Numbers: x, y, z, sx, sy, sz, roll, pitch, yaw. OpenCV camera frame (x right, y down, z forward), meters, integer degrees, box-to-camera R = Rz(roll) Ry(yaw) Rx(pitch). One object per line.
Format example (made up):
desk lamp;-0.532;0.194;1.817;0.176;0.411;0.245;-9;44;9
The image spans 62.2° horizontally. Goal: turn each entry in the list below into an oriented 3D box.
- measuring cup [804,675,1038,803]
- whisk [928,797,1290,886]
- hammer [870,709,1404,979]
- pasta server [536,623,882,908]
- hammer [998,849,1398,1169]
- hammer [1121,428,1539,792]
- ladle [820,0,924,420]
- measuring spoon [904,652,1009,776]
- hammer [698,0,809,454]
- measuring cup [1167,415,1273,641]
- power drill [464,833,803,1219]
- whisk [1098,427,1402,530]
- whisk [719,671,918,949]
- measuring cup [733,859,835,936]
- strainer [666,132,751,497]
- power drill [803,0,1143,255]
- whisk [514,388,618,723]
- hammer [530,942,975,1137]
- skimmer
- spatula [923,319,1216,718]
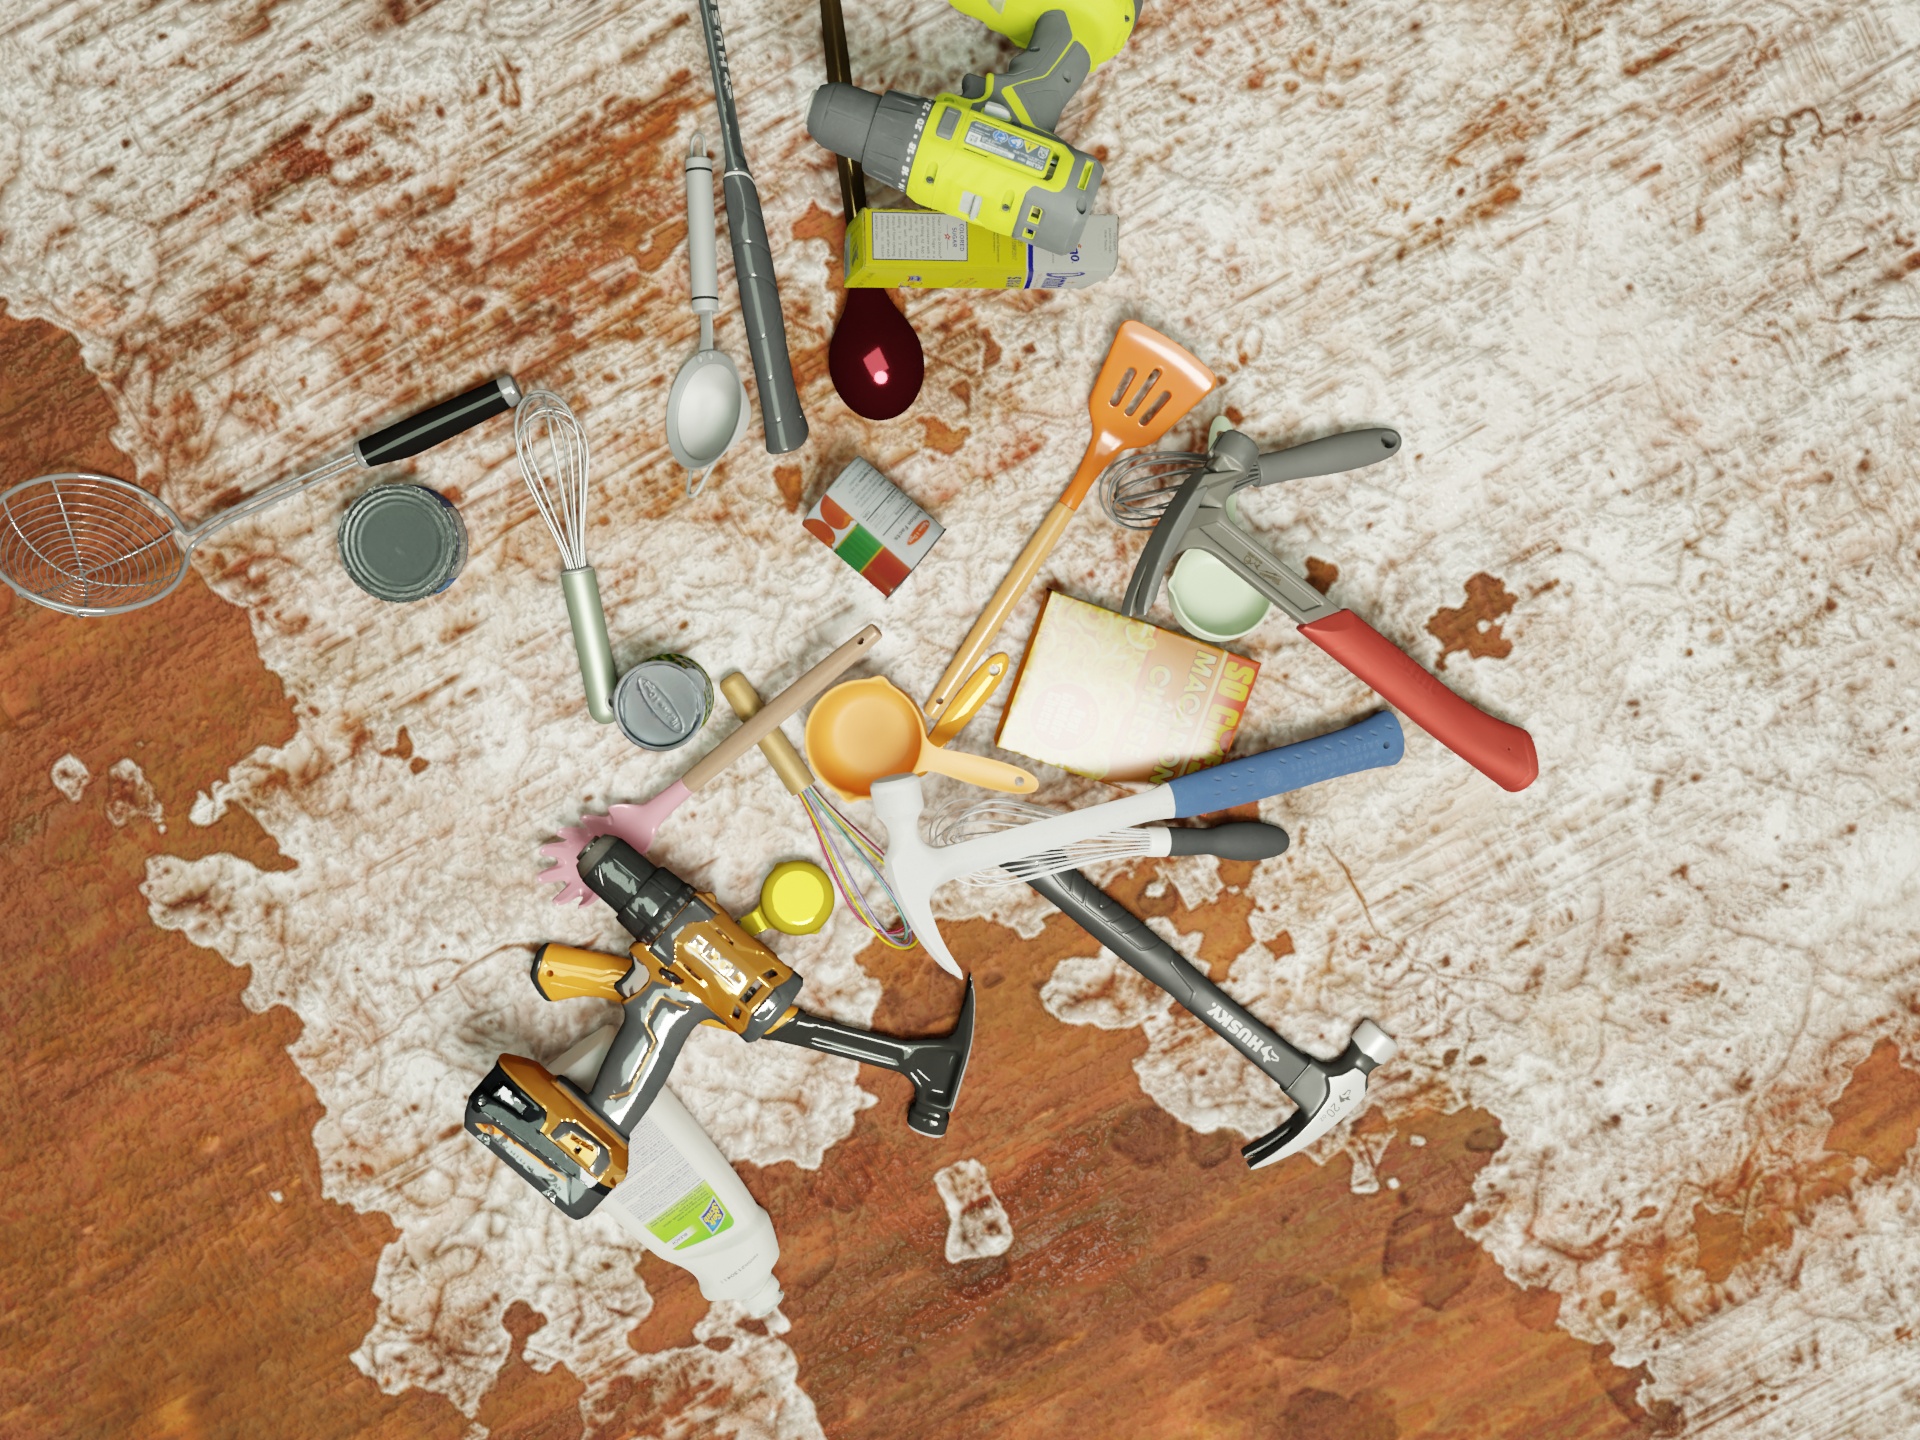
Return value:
measuring cup;-0.027;0.024;1.167;0.173;0.052;0.095;15;93;2
whisk;0.114;0.090;1.170;0.284;0.070;0.070;2;98;-16
hammer;0.139;0.065;1.130;0.405;0.035;0.144;-14;99;-19
pasta server;-0.181;0.031;1.158;0.316;0.040;0.060;-38;83;13
hammer;0.164;0.202;1.216;0.334;0.035;0.146;39;94;-6
hammer;0.280;-0.044;1.135;0.358;0.037;0.149;35;78;-21
ladle;-0.075;-0.373;1.132;0.069;0.031;0.315;-7;97;-3
measuring spoon;-0.002;-0.004;1.193;0.021;0.011;0.117;39;95;-7
hammer;-0.155;-0.387;1.086;0.036;0.149;0.408;-5;106;15
measuring cup;0.190;-0.139;1.174;0.083;0.038;0.168;1;81;-5
power drill;-0.250;0.209;1.126;0.185;0.084;0.226;42;80;-4
whisk;0.211;-0.181;1.143;0.239;0.055;0.055;-13;99;-15
whisk;-0.103;0.068;1.190;0.047;0.051;0.245;-35;94;-18
measuring cup;-0.164;0.156;1.181;0.156;0.029;0.062;-29;85;-13
strainer;-0.179;-0.287;1.133;0.087;0.050;0.258;0;94;42
power drill;0.017;-0.427;1.046;0.190;0.080;0.229;20;66;-3
whisk;-0.281;-0.116;1.155;0.059;0.058;0.246;-3;103;29
hammer;-0.157;0.217;1.208;0.337;0.034;0.127;15;98;-4
skimmer;-0.489;-0.176;1.113;0.363;0.090;0.127;-24;63;-1
spatula;0.065;-0.136;1.162;0.081;0.041;0.322;32;97;-7
